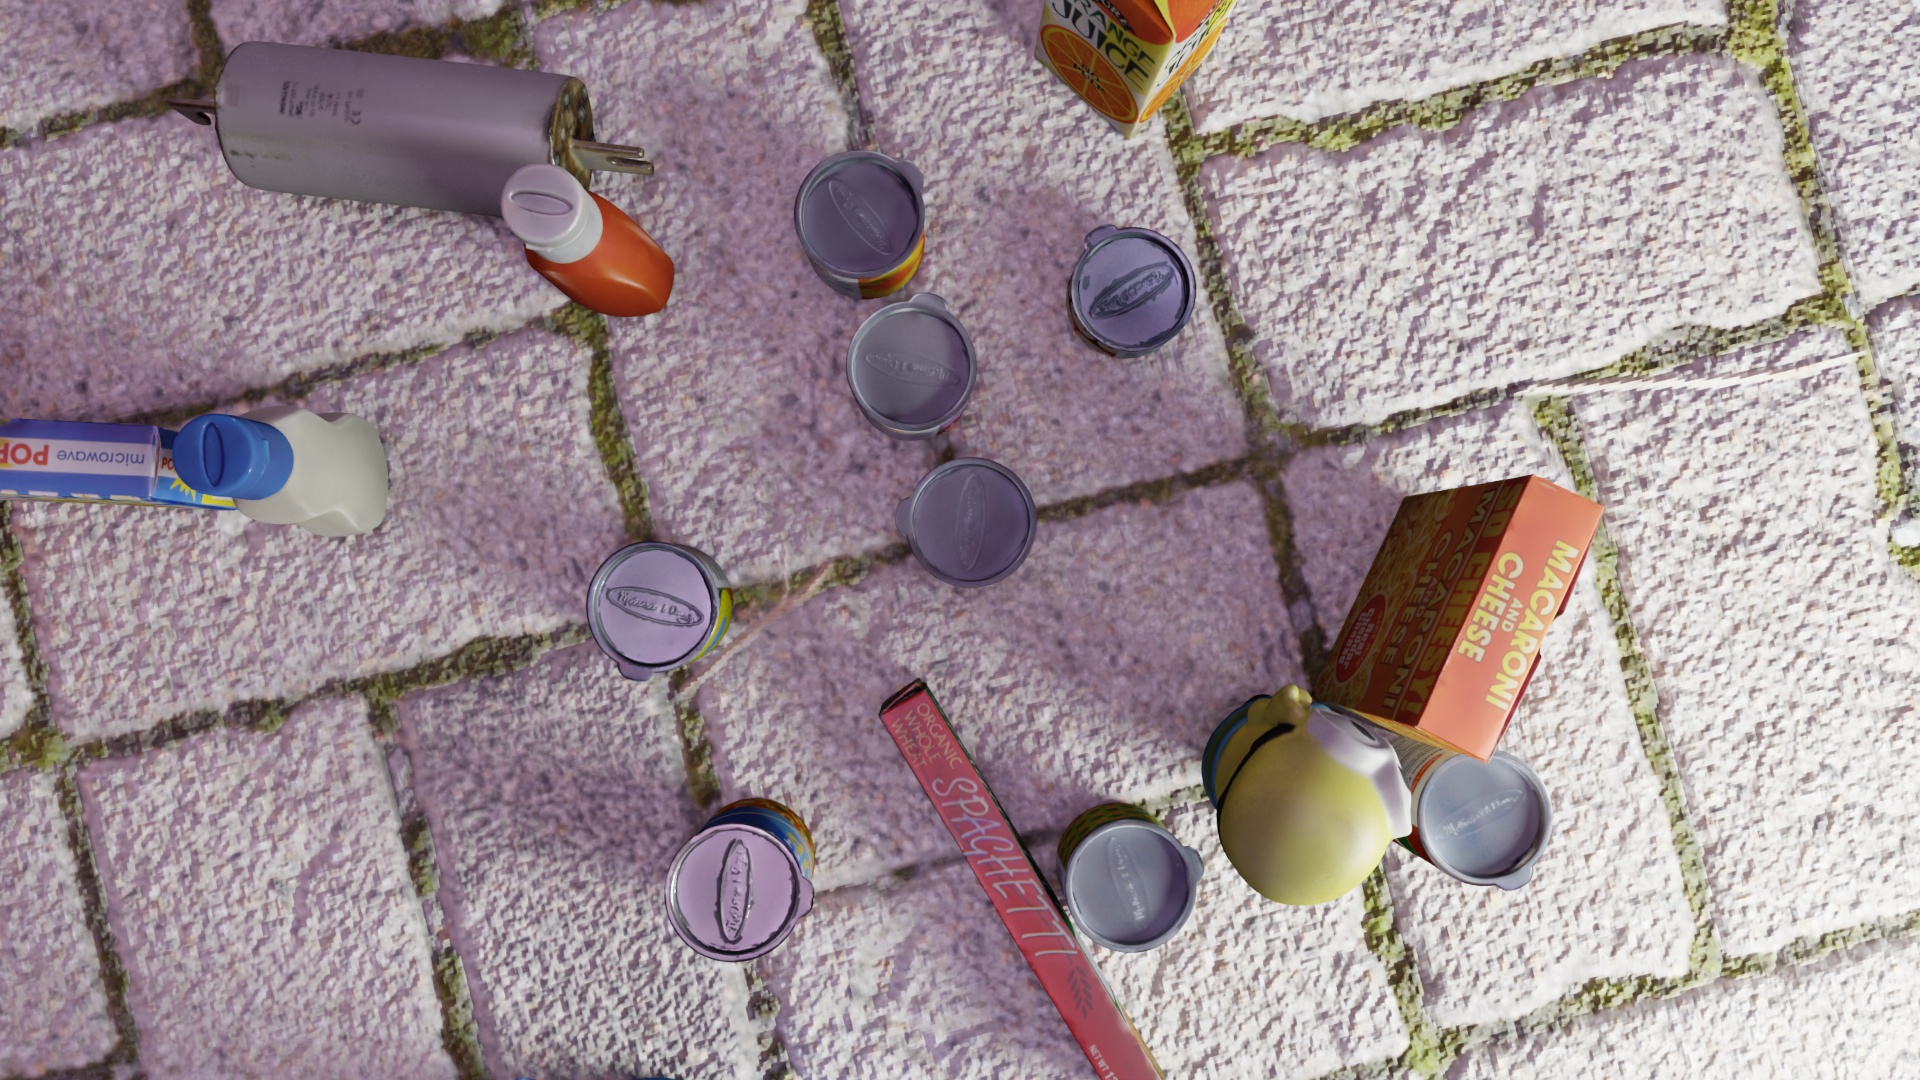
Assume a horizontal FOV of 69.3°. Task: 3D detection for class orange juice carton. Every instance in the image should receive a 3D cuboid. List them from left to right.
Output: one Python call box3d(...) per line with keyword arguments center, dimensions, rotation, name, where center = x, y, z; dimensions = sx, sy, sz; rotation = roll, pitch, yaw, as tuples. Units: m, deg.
box3d(center=(0.091, -0.270, 0.668), dimensions=(0.073, 0.192, 0.072), rotation=(42, 88, 0), name="orange juice carton")

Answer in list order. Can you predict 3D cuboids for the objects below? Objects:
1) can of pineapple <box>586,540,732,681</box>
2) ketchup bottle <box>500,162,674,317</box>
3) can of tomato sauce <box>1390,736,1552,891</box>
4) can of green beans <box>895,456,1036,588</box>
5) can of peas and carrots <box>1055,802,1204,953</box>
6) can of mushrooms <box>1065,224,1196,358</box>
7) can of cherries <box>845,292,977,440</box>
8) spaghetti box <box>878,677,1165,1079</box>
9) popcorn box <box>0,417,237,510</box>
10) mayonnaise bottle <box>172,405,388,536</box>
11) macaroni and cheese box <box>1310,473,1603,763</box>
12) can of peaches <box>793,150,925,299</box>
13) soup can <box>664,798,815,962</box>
box3d(center=(-0.155, 0.035, 0.718), dimensions=(0.071, 0.058, 0.071), rotation=(0, 88, -1), name="can of pineapple")
box3d(center=(-0.184, -0.144, 0.679), dimensions=(0.065, 0.149, 0.043), rotation=(11, 88, -1), name="ketchup bottle")
box3d(center=(0.254, 0.136, 0.711), dimensions=(0.071, 0.083, 0.071), rotation=(0, 88, -1), name="can of tomato sauce")
box3d(center=(0.005, -0.008, 0.723), dimensions=(0.071, 0.058, 0.071), rotation=(0, 88, -1), name="can of green beans")
box3d(center=(0.086, 0.171, 0.718), dimensions=(0.071, 0.058, 0.071), rotation=(0, 88, -1), name="can of peas and carrots")
box3d(center=(0.089, -0.133, 0.742), dimensions=(0.071, 0.033, 0.071), rotation=(0, 88, -1), name="can of mushrooms")
box3d(center=(-0.024, -0.089, 0.726), dimensions=(0.071, 0.058, 0.071), rotation=(0, 88, -1), name="can of cherries")
box3d(center=(0.032, 0.184, 0.720), dimensions=(0.029, 0.050, 0.250), rotation=(-31, 89, -2), name="spaghetti box")
box3d(center=(-0.445, -0.038, 0.701), dimensions=(0.127, 0.085, 0.038), rotation=(3, 88, -1), name="popcorn box")
box3d(center=(-0.324, -0.036, 0.672), dimensions=(0.041, 0.148, 0.064), rotation=(-6, 88, -1), name="mayonnaise bottle")
box3d(center=(0.234, 0.035, 0.673), dimensions=(0.040, 0.166, 0.123), rotation=(26, 88, 0), name="macaroni and cheese box")
box3d(center=(-0.049, -0.165, 0.728), dimensions=(0.071, 0.058, 0.071), rotation=(0, 88, -1), name="can of peaches")
box3d(center=(-0.106, 0.169, 0.701), dimensions=(0.071, 0.084, 0.071), rotation=(0, 88, -1), name="soup can")
